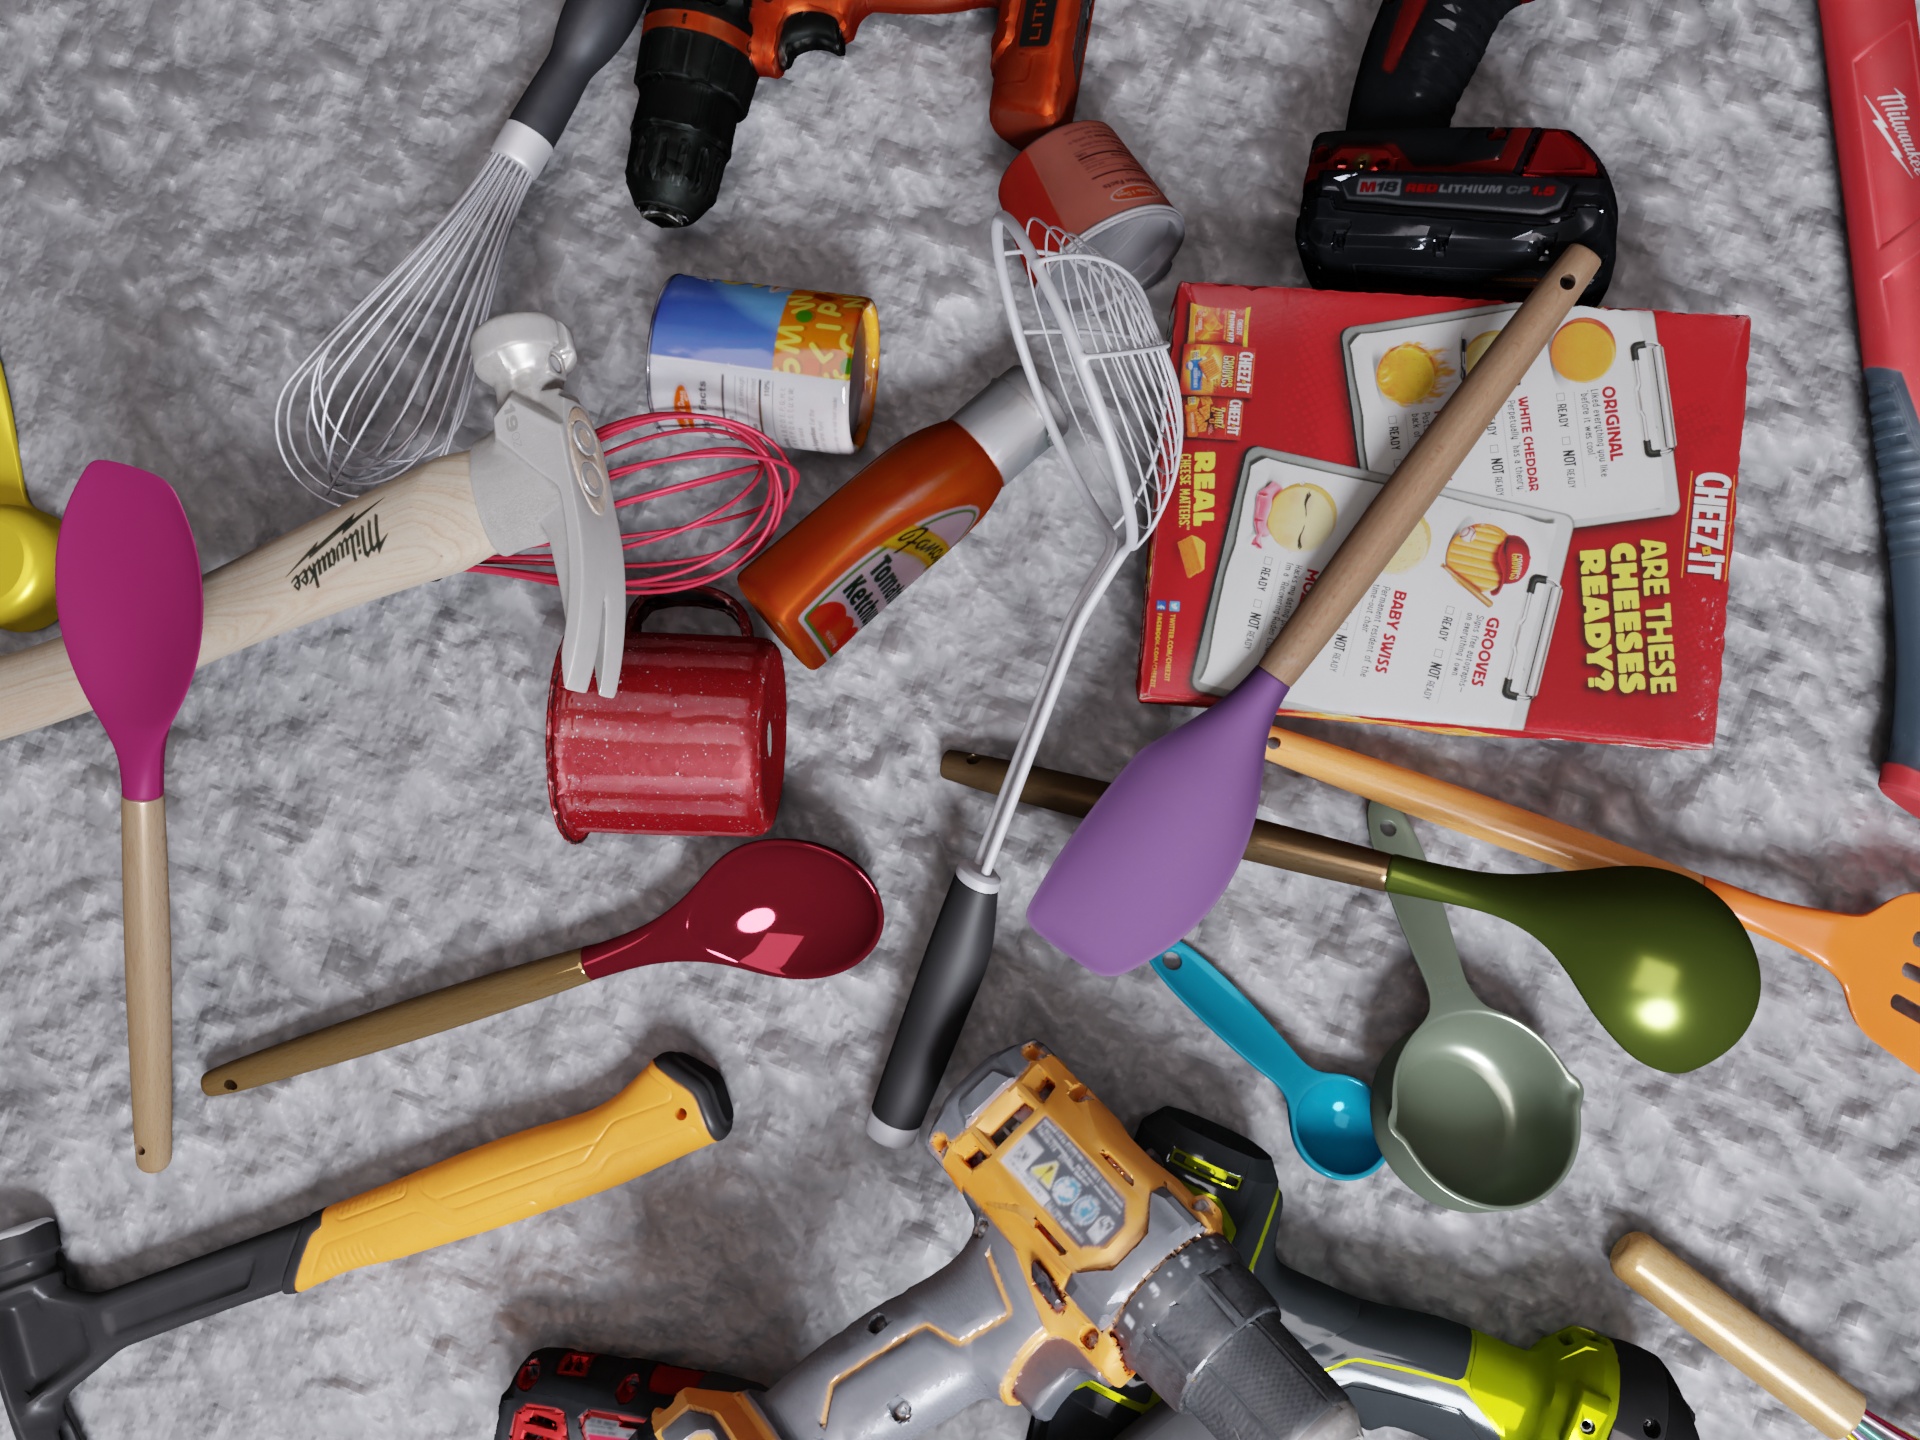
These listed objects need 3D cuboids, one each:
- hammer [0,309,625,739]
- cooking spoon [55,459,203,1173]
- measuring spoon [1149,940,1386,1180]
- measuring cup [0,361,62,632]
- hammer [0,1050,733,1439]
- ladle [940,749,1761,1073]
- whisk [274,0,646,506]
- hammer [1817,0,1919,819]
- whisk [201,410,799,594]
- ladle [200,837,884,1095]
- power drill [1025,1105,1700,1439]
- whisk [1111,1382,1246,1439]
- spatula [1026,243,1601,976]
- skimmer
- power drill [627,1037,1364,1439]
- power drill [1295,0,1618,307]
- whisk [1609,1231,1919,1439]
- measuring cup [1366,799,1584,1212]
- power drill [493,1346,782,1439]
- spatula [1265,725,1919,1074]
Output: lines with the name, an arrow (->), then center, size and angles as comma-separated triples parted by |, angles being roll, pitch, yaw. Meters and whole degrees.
hammer -> -0.320, -0.027, 0.649 | 0.410, 0.038, 0.146 | -17, 78, 19
cooking spoon -> -0.327, 0.052, 0.637 | 0.069, 0.017, 0.318 | 17, 113, 14
measuring spoon -> 0.121, 0.136, 0.651 | 0.042, 0.021, 0.129 | -38, 73, -24
measuring cup -> -0.441, -0.117, 0.717 | 0.062, 0.029, 0.156 | -15, 87, 5
hammer -> -0.252, 0.225, 0.675 | 0.337, 0.034, 0.127 | -21, 84, 4
ladle -> 0.140, 0.061, 0.622 | 0.320, 0.062, 0.078 | 13, 46, 21
whisk -> -0.207, -0.220, 0.688 | 0.070, 0.070, 0.284 | 27, 85, 7
hammer -> 0.390, -0.150, 0.626 | 0.143, 0.038, 0.386 | -5, 86, 4
whisk -> -0.205, -0.073, 0.665 | 0.296, 0.073, 0.073 | -10, 86, 16
ladle -> -0.182, 0.113, 0.677 | 0.315, 0.031, 0.069 | -18, 111, 8
power drill -> 0.144, 0.272, 0.611 | 0.223, 0.080, 0.171 | 22, 88, 11
whisk -> 0.024, 0.311, 0.582 | 0.239, 0.055, 0.055 | -42, 83, 7
spatula -> 0.133, -0.036, 0.585 | 0.060, 0.018, 0.316 | 34, 99, -1
skimmer -> -0.001, -0.002, 0.610 | 0.090, 0.127, 0.363 | 15, 105, -13
power drill -> 0.008, 0.248, 0.551 | 0.226, 0.084, 0.186 | -43, 54, -9
power drill -> 0.230, -0.275, 0.618 | 0.188, 0.080, 0.227 | 8, 85, 20
whisk -> 0.355, 0.282, 0.603 | 0.245, 0.051, 0.047 | 37, 97, 10
measuring cup -> 0.187, 0.113, 0.636 | 0.083, 0.038, 0.168 | -8, 67, -13
power drill -> -0.123, 0.371, 0.634 | 0.143, 0.078, 0.220 | 6, 84, 6
spatula -> 0.265, 0.060, 0.632 | 0.322, 0.041, 0.081 | 20, 88, 10
